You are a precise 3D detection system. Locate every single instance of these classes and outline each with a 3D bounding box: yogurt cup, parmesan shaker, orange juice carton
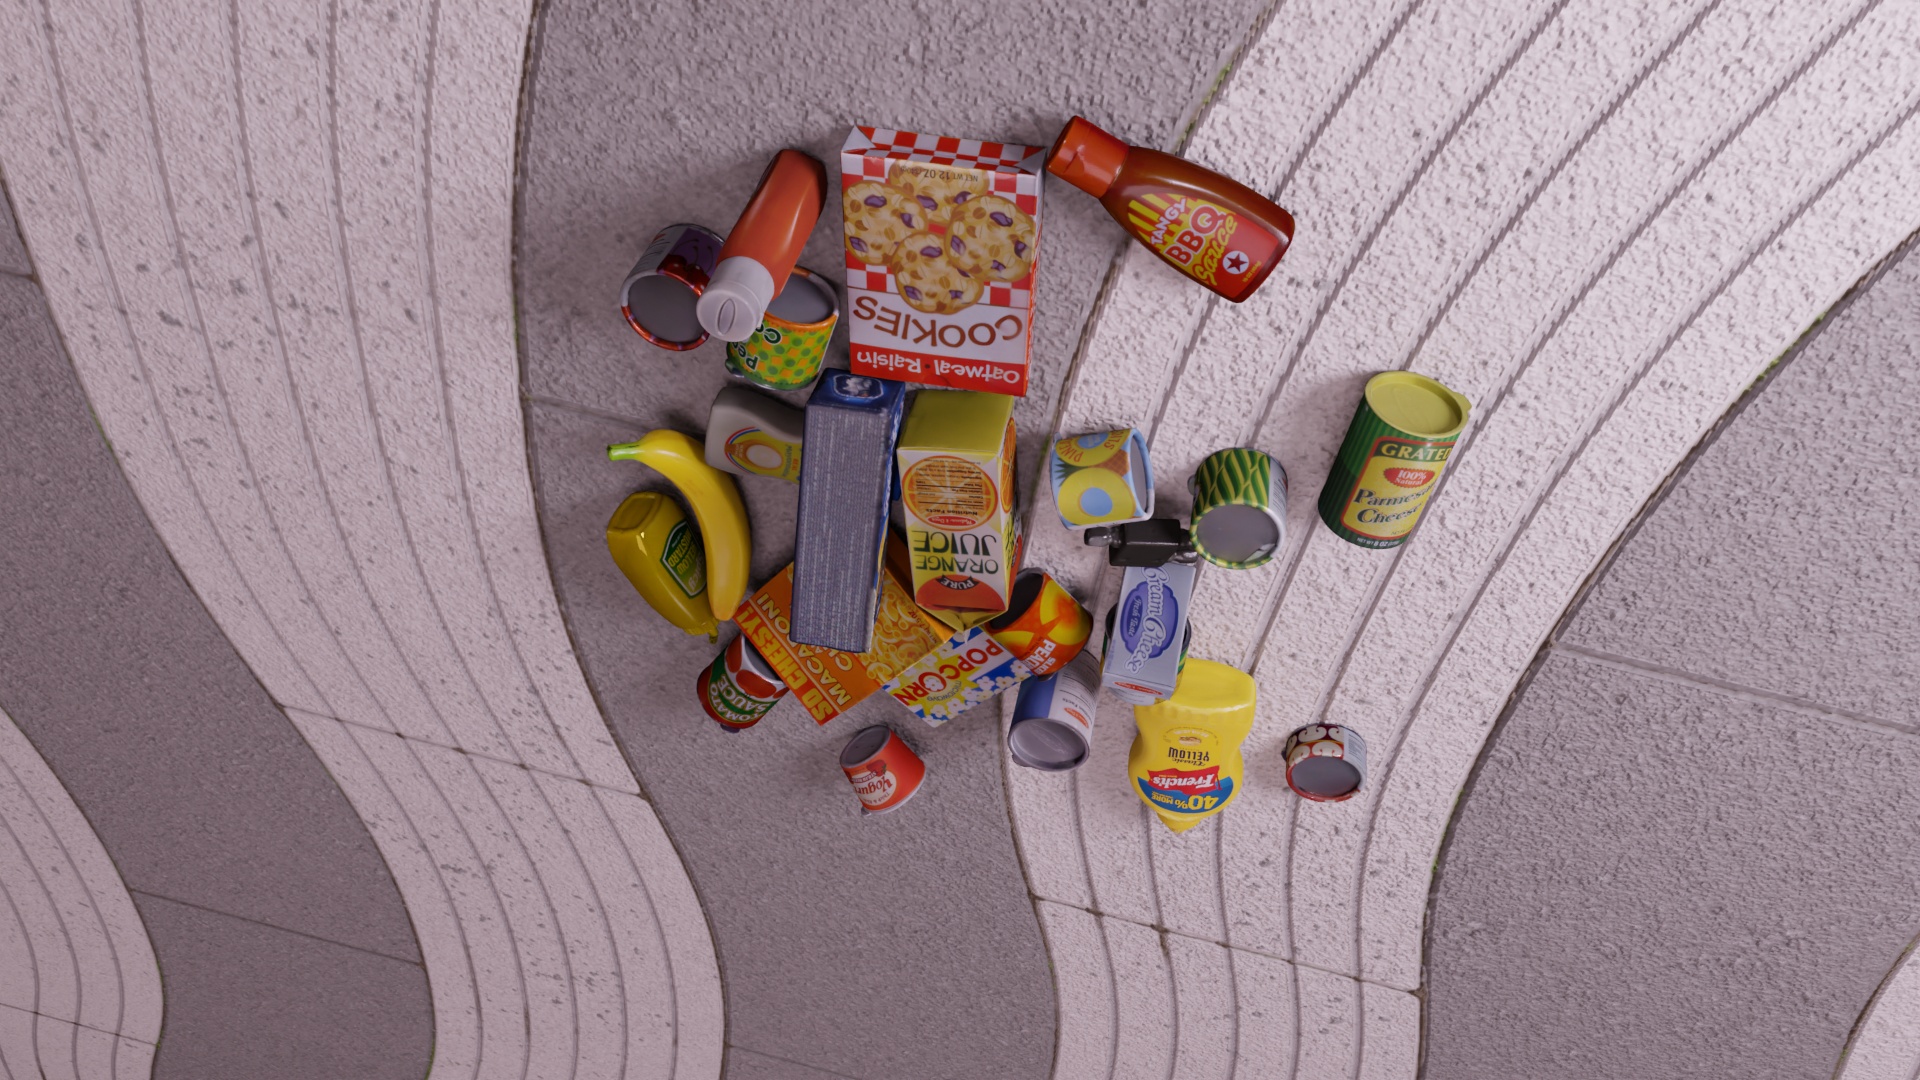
[{"bbox_3d":[-0.072,0.204,1.251,0.072,0.073,0.053,-20,116,30],"label":"yogurt cup"},{"bbox_3d":[0.286,-0.051,0.917,0.071,0.072,0.102,13,134,3],"label":"parmesan shaker"},{"bbox_3d":[0.004,-0.013,1.022,0.073,0.072,0.191,4,132,10],"label":"orange juice carton"}]

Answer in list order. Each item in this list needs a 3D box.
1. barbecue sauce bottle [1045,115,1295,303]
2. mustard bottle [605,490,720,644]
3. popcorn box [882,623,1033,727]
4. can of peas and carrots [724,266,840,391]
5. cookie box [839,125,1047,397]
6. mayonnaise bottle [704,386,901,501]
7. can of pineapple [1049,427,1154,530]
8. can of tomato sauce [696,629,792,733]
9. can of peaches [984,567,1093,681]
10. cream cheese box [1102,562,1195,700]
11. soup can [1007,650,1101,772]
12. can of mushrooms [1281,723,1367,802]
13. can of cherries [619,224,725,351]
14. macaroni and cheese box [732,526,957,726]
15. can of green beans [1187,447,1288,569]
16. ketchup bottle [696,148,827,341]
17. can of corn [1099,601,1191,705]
[{"bbox_3d":[0.123,-0.203,0.835,0.148,0.044,0.064,27,134,-10],"label":"barbecue sauce bottle"},{"bbox_3d":[-0.230,0.031,1.136,0.049,0.066,0.159,1,138,26],"label":"mustard bottle"},{"bbox_3d":[-0.007,0.097,1.151,0.085,0.038,0.126,40,129,-21],"label":"popcorn box"},{"bbox_3d":[-0.122,-0.144,0.938,0.071,0.071,0.058,22,133,-5],"label":"can of peas and carrots"},{"bbox_3d":[-0.012,-0.176,0.899,0.123,0.040,0.166,9,133,7],"label":"cookie box"},{"bbox_3d":[-0.112,-0.066,1.026,0.148,0.041,0.064,16,131,0],"label":"mayonnaise bottle"},{"bbox_3d":[0.099,-0.044,0.973,0.058,0.071,0.070,-8,129,21],"label":"can of pineapple"},{"bbox_3d":[-0.179,0.116,1.192,0.071,0.071,0.082,33,131,-15],"label":"can of tomato sauce"},{"bbox_3d":[0.060,0.065,1.080,0.071,0.071,0.058,-30,118,35],"label":"can of peaches"},{"bbox_3d":[0.140,0.063,1.034,0.053,0.104,0.024,12,153,5],"label":"cream cheese box"},{"bbox_3d":[0.076,0.137,1.133,0.071,0.084,0.071,8,133,9],"label":"soup can"},{"bbox_3d":[0.301,0.186,1.153,0.071,0.034,0.070,7,134,8],"label":"can of mushrooms"},{"bbox_3d":[-0.187,-0.169,0.940,0.071,0.059,0.071,8,133,9],"label":"can of cherries"},{"bbox_3d":[-0.092,0.062,1.114,0.165,0.040,0.123,-37,93,38],"label":"macaroni and cheese box"},{"bbox_3d":[0.195,-0.022,0.973,0.071,0.058,0.071,8,133,8],"label":"can of green beans"},{"bbox_3d":[-0.121,-0.178,0.851,0.043,0.149,0.064,21,134,-6],"label":"ketchup bottle"},{"bbox_3d":[0.144,0.084,1.080,0.071,0.071,0.058,9,137,7],"label":"can of corn"}]
